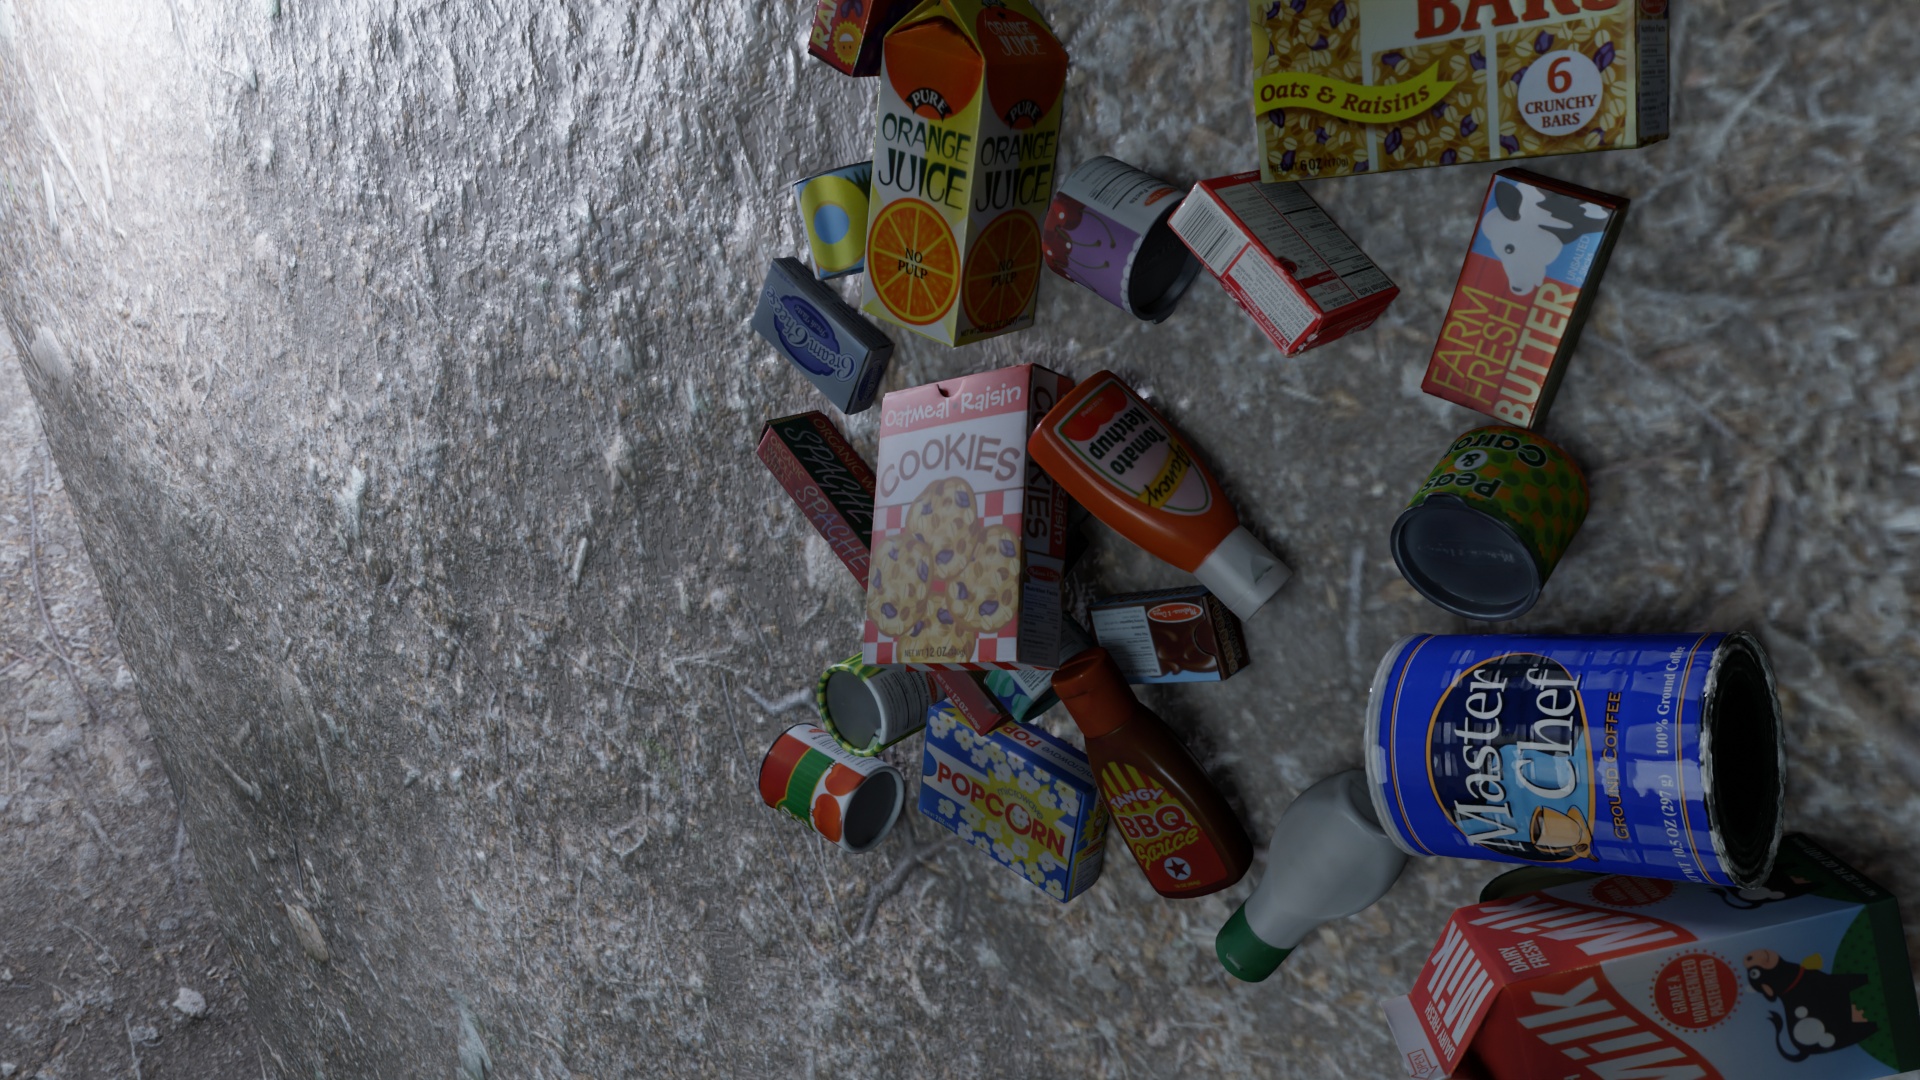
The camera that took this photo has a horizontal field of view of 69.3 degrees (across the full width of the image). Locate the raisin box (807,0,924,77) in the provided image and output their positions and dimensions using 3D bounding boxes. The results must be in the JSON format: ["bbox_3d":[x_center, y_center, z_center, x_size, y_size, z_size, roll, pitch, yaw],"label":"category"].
[{"bbox_3d":[-0.026,-0.309,0.728,0.040,0.086,0.122,39,128,24],"label":"raisin box"}]

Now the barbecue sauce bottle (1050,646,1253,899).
[{"bbox_3d":[0.103,0.129,0.776,0.064,0.044,0.148,-23,104,38],"label":"barbecue sauce bottle"}]

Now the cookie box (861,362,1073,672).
[{"bbox_3d":[0.003,-0.010,0.799,0.123,0.040,0.167,-6,75,44],"label":"cookie box"}]

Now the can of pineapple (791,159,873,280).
[{"bbox_3d":[-0.059,-0.189,0.819,0.071,0.071,0.057,-5,102,44],"label":"can of pineapple"}]

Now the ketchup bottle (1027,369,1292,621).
[{"bbox_3d":[0.108,-0.021,0.732,0.149,0.065,0.043,44,156,11],"label":"ketchup bottle"}]

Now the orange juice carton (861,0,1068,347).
[{"bbox_3d":[0.003,-0.210,0.748,0.073,0.072,0.191,26,122,33],"label":"orange juice carton"}]

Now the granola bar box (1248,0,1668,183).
[{"bbox_3d":[0.202,-0.220,0.582,0.165,0.039,0.124,6,109,42],"label":"granola bar box"}]

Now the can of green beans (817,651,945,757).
[{"bbox_3d":[-0.053,0.104,0.927,0.071,0.058,0.071,17,117,38],"label":"can of green beans"}]

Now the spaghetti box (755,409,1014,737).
[{"bbox_3d":[-0.041,0.015,0.889,0.250,0.050,0.028,50,131,18],"label":"spaghetti box"}]

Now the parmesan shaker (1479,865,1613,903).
[{"bbox_3d":[0.287,0.209,0.642,0.071,0.071,0.103,-8,99,44],"label":"parmesan shaker"}]

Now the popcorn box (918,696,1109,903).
[{"bbox_3d":[0.034,0.160,0.881,0.127,0.038,0.084,25,123,34],"label":"popcorn box"}]

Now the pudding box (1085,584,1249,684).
[{"bbox_3d":[0.114,0.053,0.772,0.083,0.030,0.049,-9,98,44],"label":"pudding box"}]

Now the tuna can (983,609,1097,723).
[{"bbox_3d":[0.049,0.075,0.817,0.033,0.071,0.070,49,132,17],"label":"tuna can"}]

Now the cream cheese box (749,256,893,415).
[{"bbox_3d":[-0.091,-0.133,0.898,0.104,0.024,0.053,44,131,23],"label":"cream cheese box"}]

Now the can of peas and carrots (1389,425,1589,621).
[{"bbox_3d":[0.230,-0.010,0.604,0.071,0.059,0.070,30,147,22],"label":"can of peas and carrots"}]

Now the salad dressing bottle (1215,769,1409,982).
[{"bbox_3d":[0.185,0.184,0.745,0.064,0.044,0.146,43,131,21],"label":"salad dressing bottle"}]

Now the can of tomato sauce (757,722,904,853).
[{"bbox_3d":[-0.092,0.177,0.983,0.083,0.071,0.071,20,118,36],"label":"can of tomato sauce"}]

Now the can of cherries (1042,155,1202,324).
[{"bbox_3d":[0.083,-0.150,0.700,0.058,0.072,0.071,34,126,30],"label":"can of cherries"}]

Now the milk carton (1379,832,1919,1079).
[{"bbox_3d":[0.274,0.186,0.570,0.190,0.072,0.073,-14,97,7],"label":"milk carton"}]

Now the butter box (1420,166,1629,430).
[{"bbox_3d":[0.241,-0.103,0.599,0.053,0.024,0.103,29,124,31],"label":"butter box"}]
